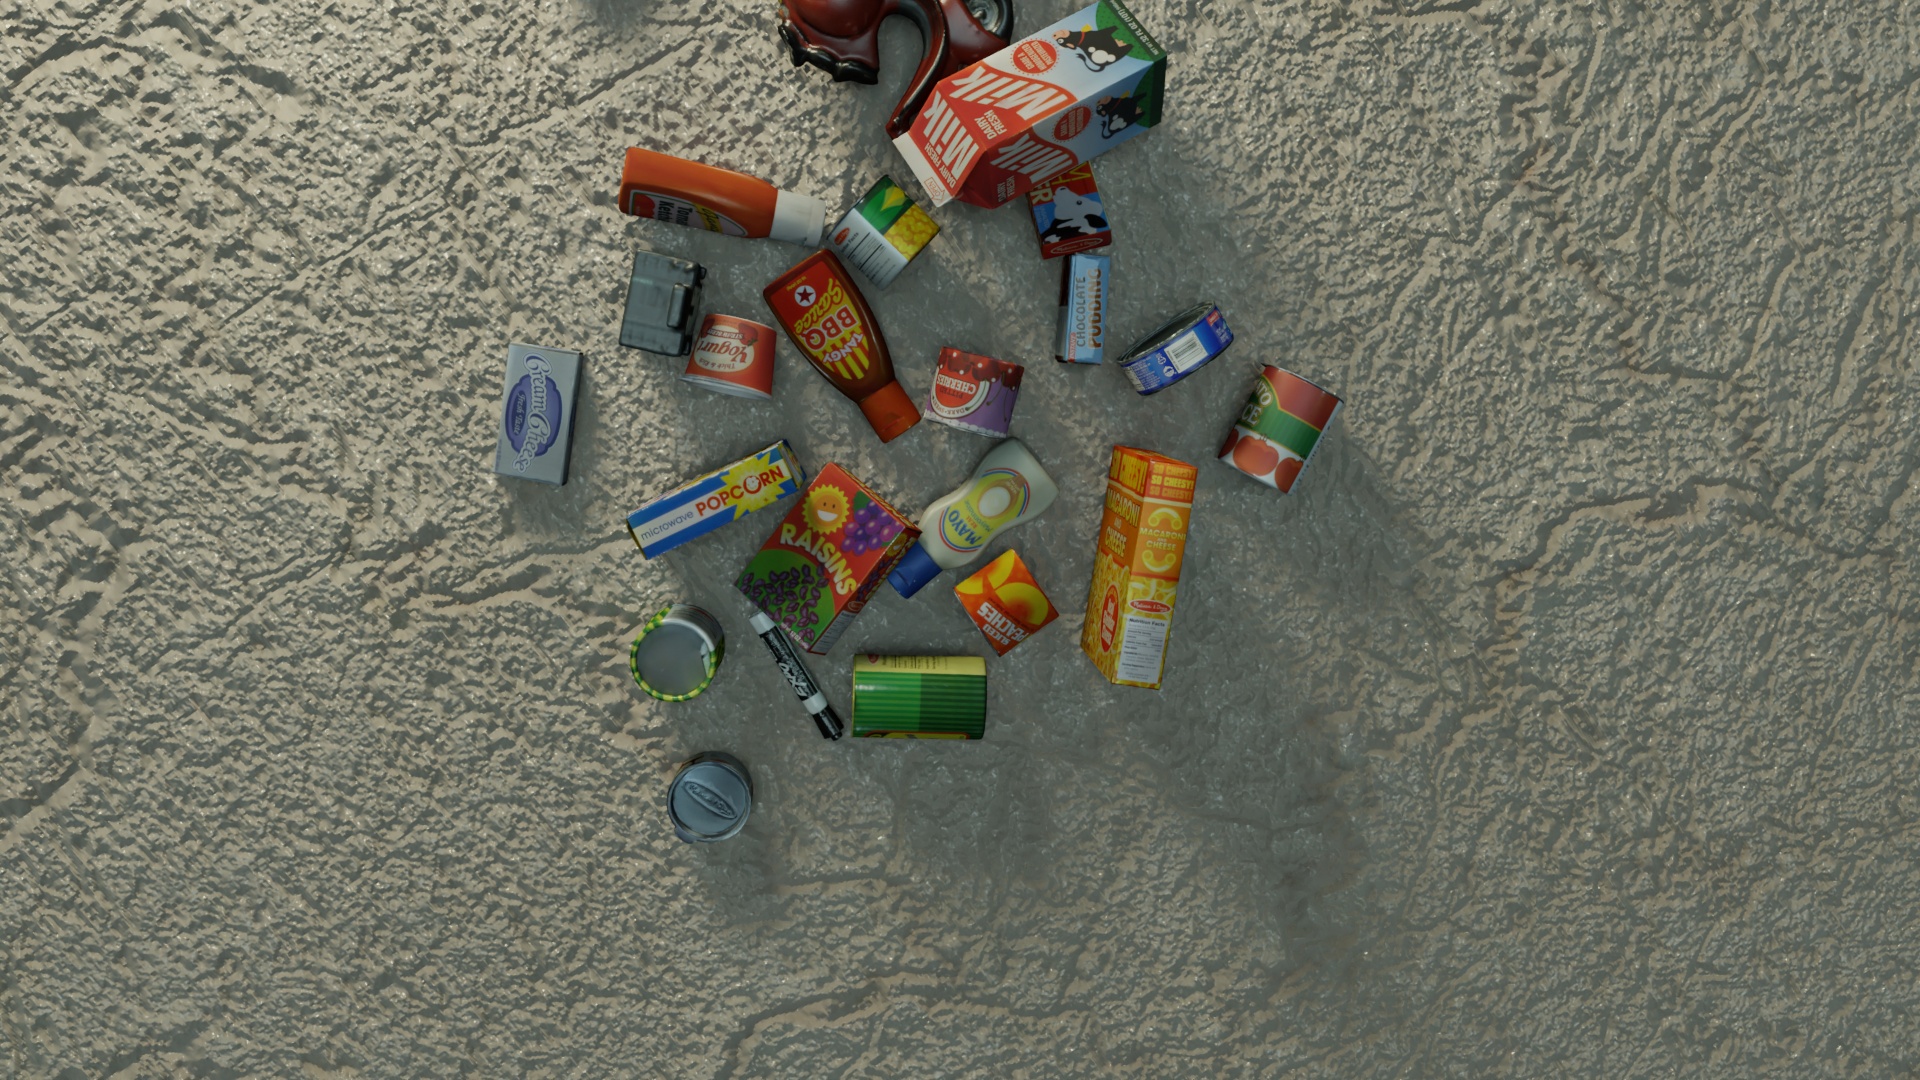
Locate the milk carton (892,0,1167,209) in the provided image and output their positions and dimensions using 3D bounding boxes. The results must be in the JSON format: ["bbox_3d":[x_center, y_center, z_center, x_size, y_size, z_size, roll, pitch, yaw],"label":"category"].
[{"bbox_3d":[0.049,-0.308,1.005,0.191,0.073,0.072,-28,67,-8],"label":"milk carton"}]

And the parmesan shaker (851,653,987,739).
[{"bbox_3d":[-0.033,0.123,1.086,0.103,0.071,0.071,2,98,-4],"label":"parmesan shaker"}]

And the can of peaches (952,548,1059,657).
[{"bbox_3d":[0.036,0.049,1.080,0.058,0.071,0.071,-34,99,1],"label":"can of peaches"}]

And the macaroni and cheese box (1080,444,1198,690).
[{"bbox_3d":[0.134,0.016,1.055,0.040,0.124,0.166,8,97,-8],"label":"macaroni and cheese box"}]

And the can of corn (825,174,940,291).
[{"bbox_3d":[-0.056,-0.231,1.040,0.058,0.071,0.071,43,94,-9],"label":"can of corn"}]

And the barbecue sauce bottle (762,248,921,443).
[{"bbox_3d":[-0.085,-0.145,1.059,0.065,0.044,0.148,-32,99,10],"label":"barbecue sauce bottle"}]

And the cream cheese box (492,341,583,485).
[{"bbox_3d":[-0.322,-0.097,1.061,0.053,0.024,0.103,9,97,-5],"label":"cream cheese box"}]

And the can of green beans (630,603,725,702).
[{"bbox_3d":[-0.218,0.087,1.076,0.071,0.058,0.071,0,98,-3],"label":"can of green beans"}]

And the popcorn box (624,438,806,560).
[{"bbox_3d":[-0.183,-0.033,1.048,0.127,0.085,0.038,-25,98,0],"label":"popcorn box"}]

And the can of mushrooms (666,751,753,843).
[{"bbox_3d":[-0.200,0.205,1.106,0.071,0.033,0.071,-1,98,-4],"label":"can of mushrooms"}]

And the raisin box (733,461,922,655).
[{"bbox_3d":[-0.102,0.014,1.067,0.086,0.040,0.123,40,95,20],"label":"raisin box"}]

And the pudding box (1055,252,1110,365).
[{"bbox_3d":[0.093,-0.177,1.063,0.030,0.050,0.083,3,98,-5],"label":"pudding box"}]

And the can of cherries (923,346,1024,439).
[{"bbox_3d":[0.009,-0.113,1.056,0.071,0.071,0.058,14,97,-5],"label":"can of cherries"}]

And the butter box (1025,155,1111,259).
[{"bbox_3d":[0.075,-0.263,1.040,0.053,0.024,0.104,-13,68,-1],"label":"butter box"}]

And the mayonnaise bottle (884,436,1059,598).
[{"bbox_3d":[0.004,-0.014,1.084,0.148,0.041,0.064,-40,97,3],"label":"mayonnaise bottle"}]

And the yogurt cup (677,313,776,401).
[{"bbox_3d":[-0.170,-0.138,1.046,0.072,0.072,0.054,12,89,-5],"label":"yogurt cup"}]

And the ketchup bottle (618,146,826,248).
[{"bbox_3d":[-0.176,-0.252,1.032,0.149,0.064,0.043,10,79,-13],"label":"ketchup bottle"}]

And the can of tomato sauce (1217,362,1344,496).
[{"bbox_3d":[0.246,-0.086,1.077,0.071,0.071,0.083,27,96,-7],"label":"can of tomato sauce"}]
